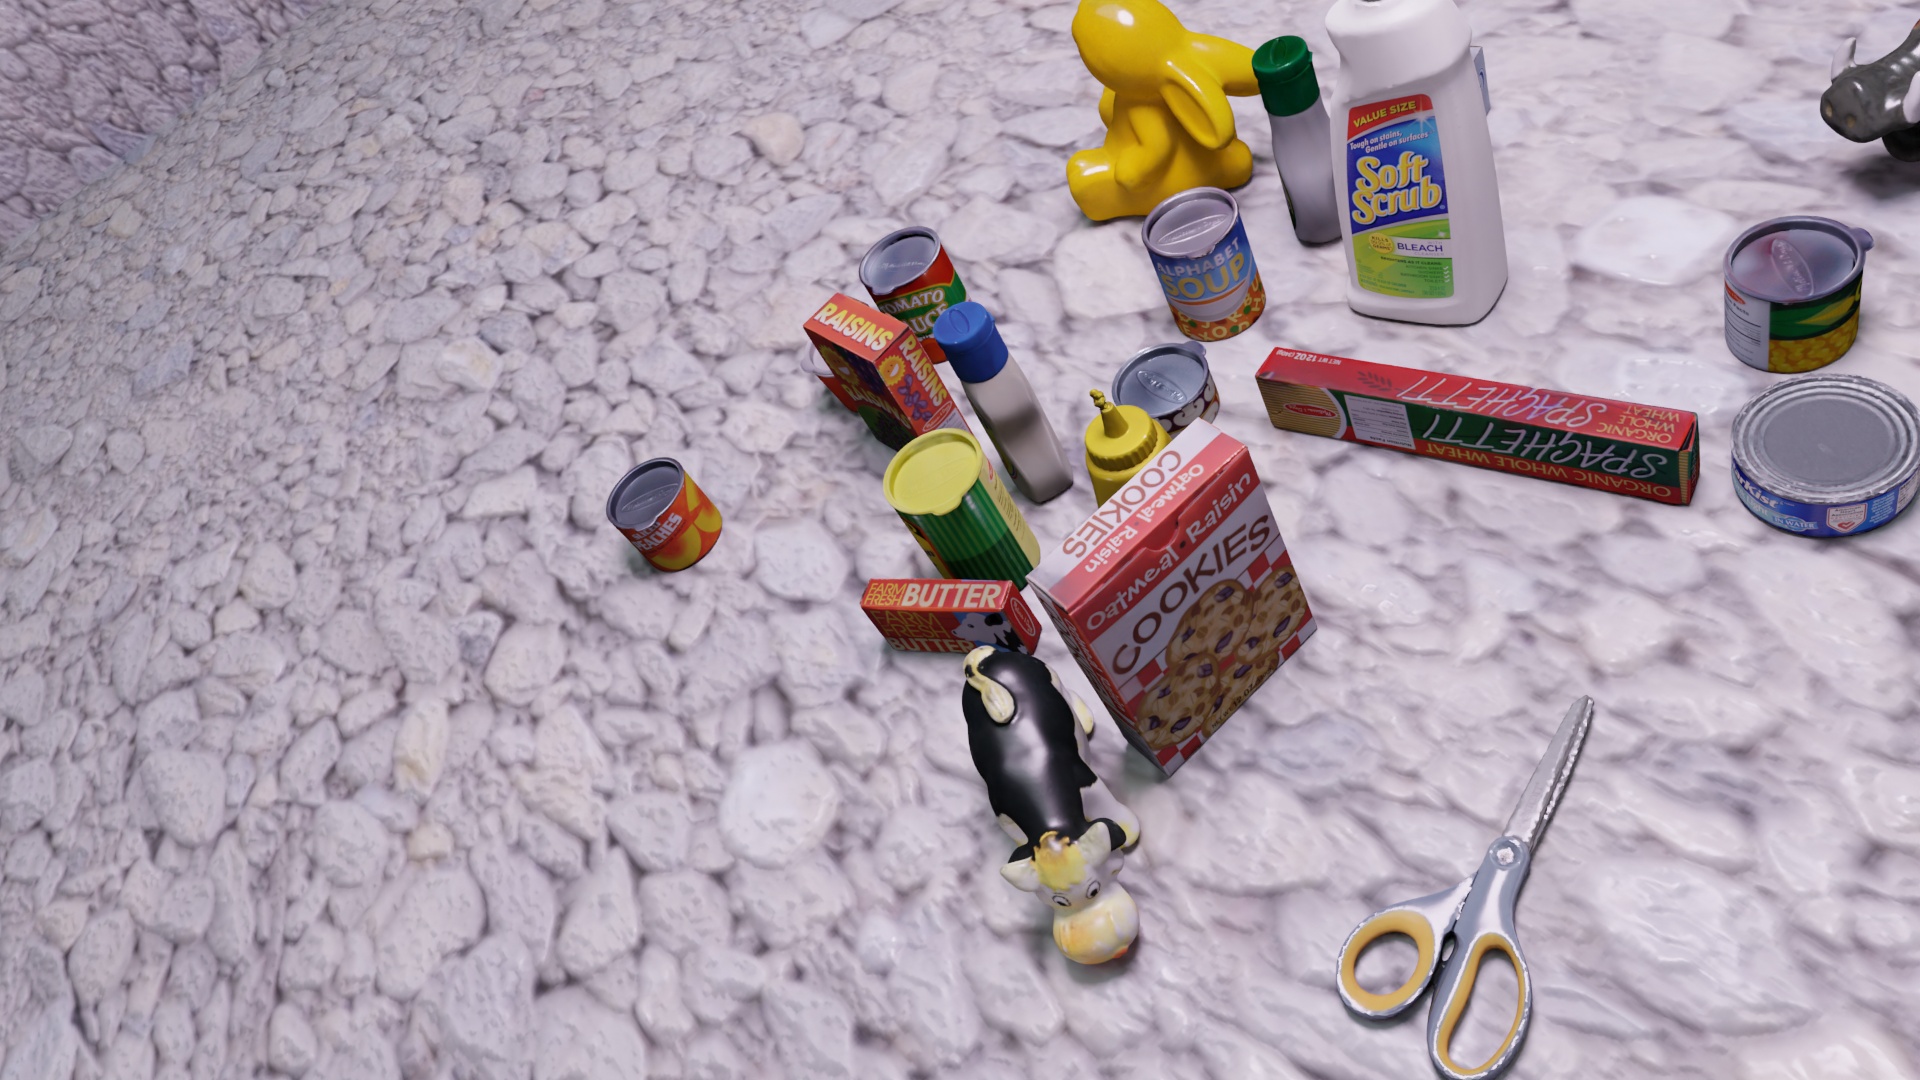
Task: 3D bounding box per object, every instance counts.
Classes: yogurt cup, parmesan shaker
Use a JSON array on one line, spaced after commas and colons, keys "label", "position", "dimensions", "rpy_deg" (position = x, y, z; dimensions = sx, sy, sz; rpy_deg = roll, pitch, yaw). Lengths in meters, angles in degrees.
[{"label": "yogurt cup", "position": [-0.077, -0.135, 1.057], "dimensions": [0.072, 0.053, 0.073], "rpy_deg": [-15, 48, 17]}, {"label": "parmesan shaker", "position": [0.003, -0.011, 0.876], "dimensions": [0.071, 0.102, 0.072], "rpy_deg": [-15, 48, 17]}]

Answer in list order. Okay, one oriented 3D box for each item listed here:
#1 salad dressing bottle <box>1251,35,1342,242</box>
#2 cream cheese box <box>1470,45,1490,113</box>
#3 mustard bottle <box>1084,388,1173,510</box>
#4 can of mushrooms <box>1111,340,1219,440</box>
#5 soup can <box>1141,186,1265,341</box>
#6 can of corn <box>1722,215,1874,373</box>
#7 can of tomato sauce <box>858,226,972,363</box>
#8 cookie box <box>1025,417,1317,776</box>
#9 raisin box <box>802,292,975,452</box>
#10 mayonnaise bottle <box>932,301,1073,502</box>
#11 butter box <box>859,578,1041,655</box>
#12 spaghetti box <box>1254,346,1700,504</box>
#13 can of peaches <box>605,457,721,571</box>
[{"label": "salad dressing bottle", "position": [0.232, -0.269, 0.937], "dimensions": [0.044, 0.147, 0.064], "rpy_deg": [-7, 51, 24]}, {"label": "cream cheese box", "position": [0.337, -0.289, 0.963], "dimensions": [0.024, 0.053, 0.104], "rpy_deg": [13, 60, 36]}, {"label": "mustard bottle", "position": [0.105, -0.030, 0.797], "dimensions": [0.049, 0.159, 0.065], "rpy_deg": [-2, 53, 27]}, {"label": "can of mushrooms", "position": [0.139, -0.098, 0.924], "dimensions": [0.071, 0.033, 0.071], "rpy_deg": [-15, 48, 17]}, {"label": "soup can", "position": [0.167, -0.185, 0.947], "dimensions": [0.071, 0.083, 0.072], "rpy_deg": [-15, 48, 17]}, {"label": "can of corn", "position": [0.460, -0.136, 0.765], "dimensions": [0.071, 0.058, 0.071], "rpy_deg": [-15, 48, 17]}, {"label": "can of tomato sauce", "position": [-0.030, -0.183, 1.052], "dimensions": [0.071, 0.082, 0.071], "rpy_deg": [-15, 48, 17]}, {"label": "cookie box", "position": [0.117, 0.034, 0.731], "dimensions": [0.123, 0.166, 0.040], "rpy_deg": [-43, 46, -9]}, {"label": "raisin box", "position": [-0.047, -0.108, 0.970], "dimensions": [0.040, 0.123, 0.086], "rpy_deg": [-46, 46, -12]}, {"label": "mayonnaise bottle", "position": [0.027, -0.090, 0.898], "dimensions": [0.041, 0.147, 0.065], "rpy_deg": [-31, 45, 2]}, {"label": "butter box", "position": [-0.007, 0.047, 0.867], "dimensions": [0.103, 0.053, 0.024], "rpy_deg": [0, 54, 29]}, {"label": "spaghetti box", "position": [0.293, -0.069, 0.805], "dimensions": [0.250, 0.050, 0.029], "rpy_deg": [16, 63, 37]}, {"label": "can of peaches", "position": [-0.220, -0.017, 1.033], "dimensions": [0.071, 0.058, 0.071], "rpy_deg": [-15, 48, 17]}]
